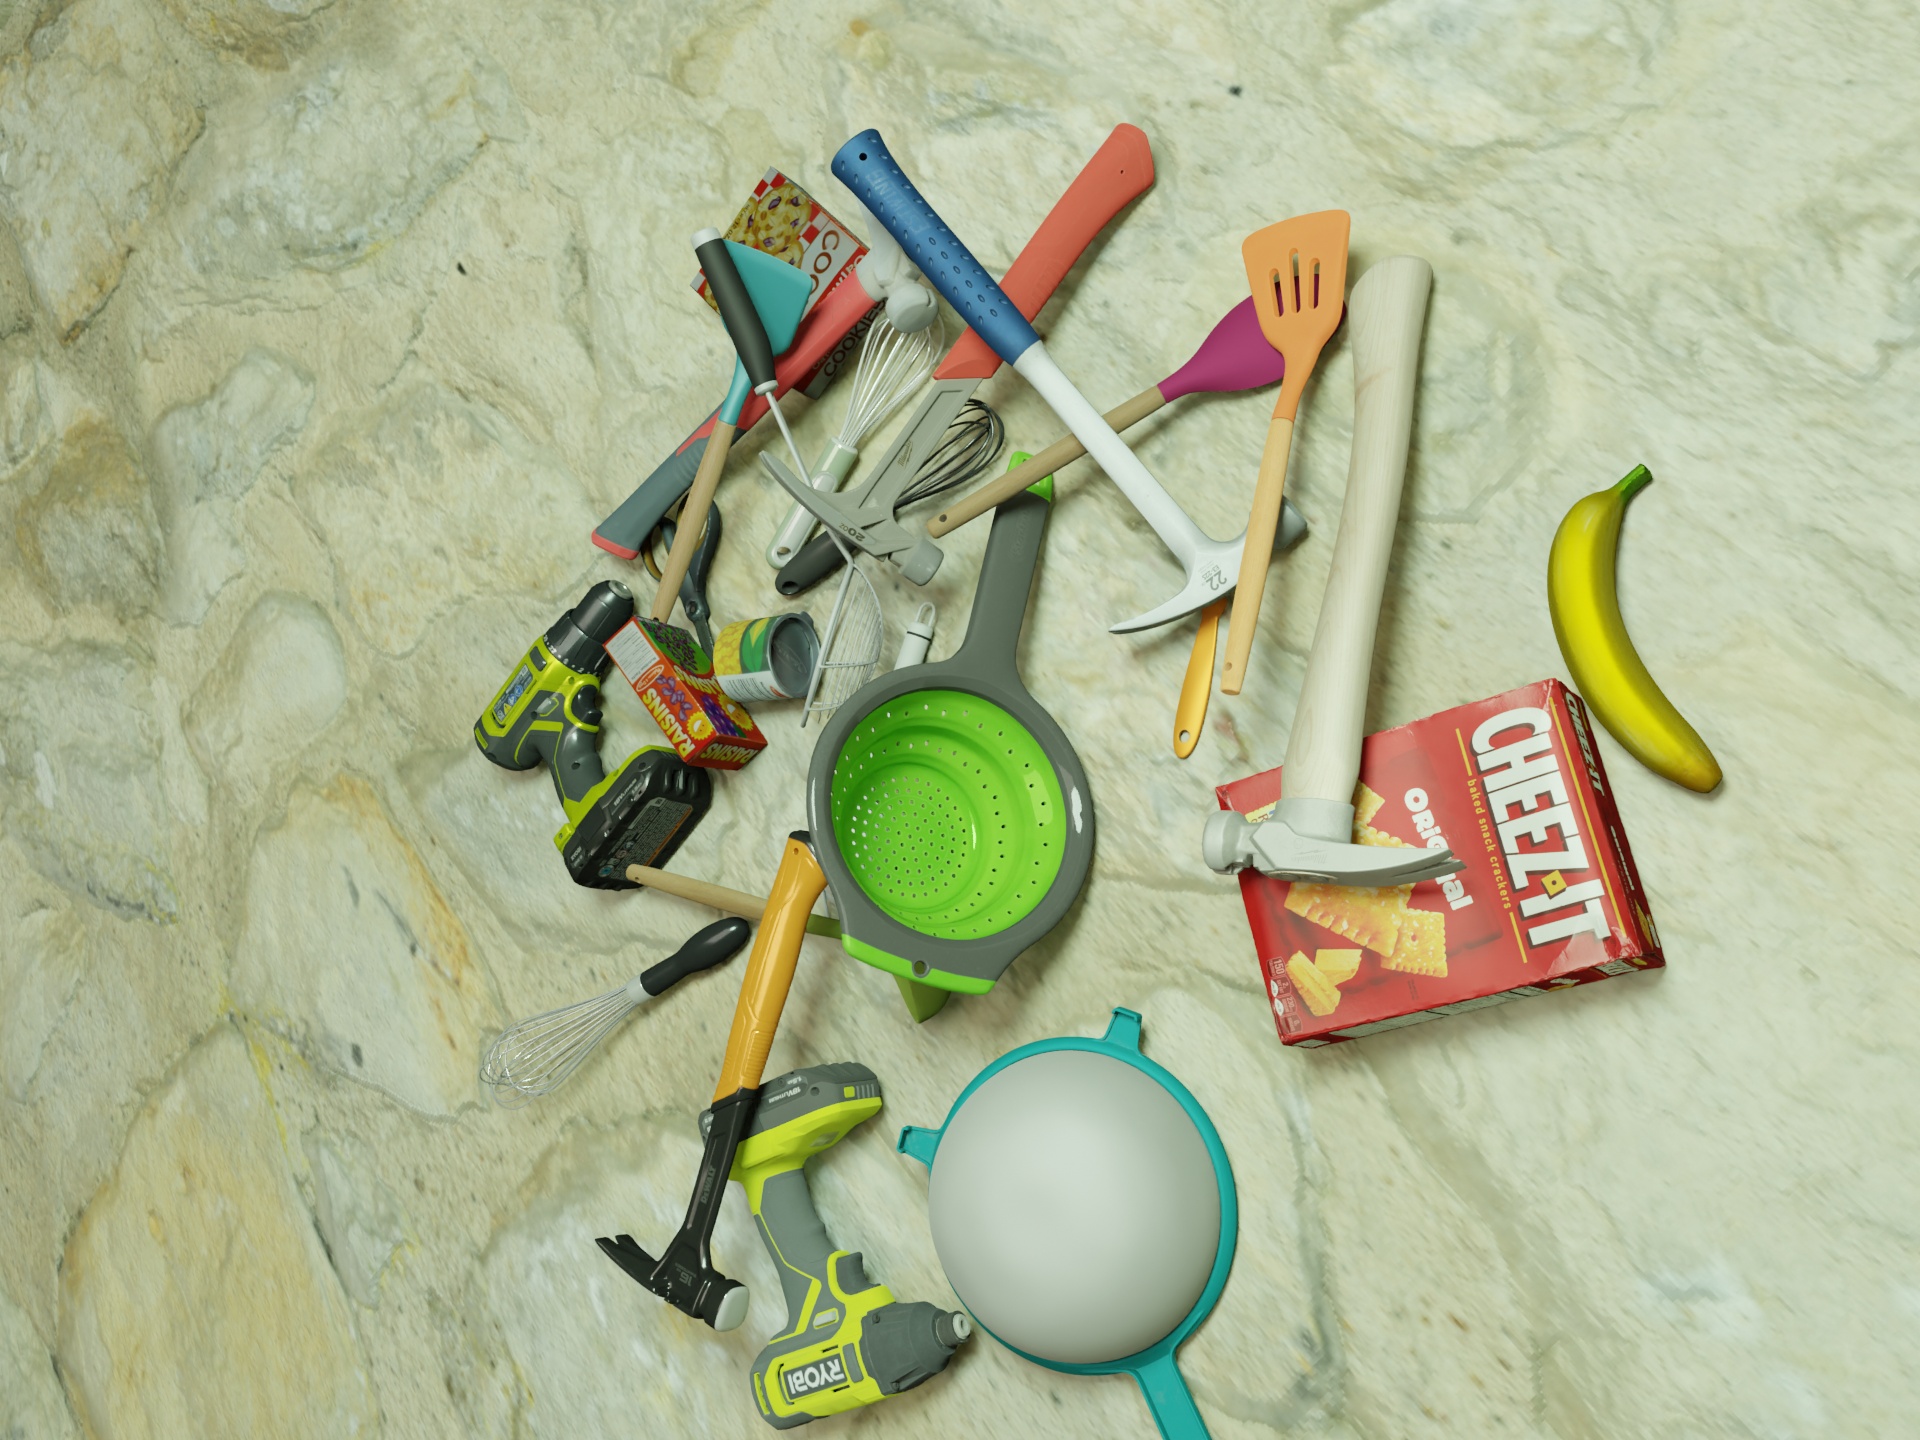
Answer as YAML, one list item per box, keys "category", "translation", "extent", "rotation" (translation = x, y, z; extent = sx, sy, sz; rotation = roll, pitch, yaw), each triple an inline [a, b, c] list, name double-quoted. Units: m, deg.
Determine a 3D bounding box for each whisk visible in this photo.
- category: "whisk"
  translation: [-0.087, -0.223, 1.250]
  extent: [0.246, 0.057, 0.059]
  rotation: [-57, 21, 16]
- category: "whisk"
  translation: [-0.280, 0.230, 1.281]
  extent: [0.284, 0.070, 0.070]
  rotation: [-33, 64, 18]
- category: "whisk"
  translation: [-0.061, -0.166, 1.220]
  extent: [0.239, 0.055, 0.055]
  rotation: [-36, 63, 27]

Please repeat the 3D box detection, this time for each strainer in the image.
- category: "strainer"
  translation: [0.086, 0.359, 0.970]
  extent: [0.211, 0.095, 0.341]
  rotation: [-33, 68, 16]
- category: "strainer"
  translation: [-0.067, 0.032, 1.188]
  extent: [0.087, 0.050, 0.258]
  rotation: [17, 87, 36]

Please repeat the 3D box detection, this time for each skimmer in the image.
- category: "skimmer"
  translation: [-0.146, -0.177, 1.172]
  extent: [0.090, 0.127, 0.363]
  rotation: [-23, 95, -1]

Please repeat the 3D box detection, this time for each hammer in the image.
- category: "hammer"
  translation: [0.015, -0.280, 1.134]
  extent: [0.359, 0.149, 0.037]
  rotation: [-55, 14, -3]
- category: "hammer"
  translation: [0.249, -0.101, 0.952]
  extent: [0.146, 0.038, 0.411]
  rotation: [0, 68, 35]
- category: "hammer"
  translation: [-0.178, -0.265, 1.279]
  extent: [0.386, 0.038, 0.143]
  rotation: [-37, 63, 30]
- category: "hammer"
  translation: [-0.156, 0.238, 1.107]
  extent: [0.127, 0.034, 0.337]
  rotation: [16, 89, 35]
- category: "hammer"
  translation: [0.047, -0.236, 1.073]
  extent: [0.144, 0.035, 0.405]
  rotation: [-40, 81, 9]

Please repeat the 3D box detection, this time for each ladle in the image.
- category: "ladle"
  translation: [-0.139, 0.153, 1.185]
  extent: [0.320, 0.062, 0.078]
  rotation: [11, 127, 32]

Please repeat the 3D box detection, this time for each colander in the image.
- category: "colander"
  translation: [-0.002, -0.004, 1.117]
  extent: [0.094, 0.204, 0.397]
  rotation: [144, 143, -62]

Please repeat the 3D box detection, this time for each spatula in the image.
- category: "spatula"
  translation: [-0.195, -0.208, 1.234]
  extent: [0.082, 0.044, 0.317]
  rotation: [24, 107, 7]
- category: "spatula"
  translation: [0.194, -0.170, 1.004]
  extent: [0.081, 0.041, 0.323]
  rotation: [-2, 67, 43]

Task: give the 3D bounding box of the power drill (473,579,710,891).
- category: "power drill"
  translation: [-0.303, 0.010, 1.329]
  extent: [0.190, 0.080, 0.229]
  rotation: [-50, 55, 16]

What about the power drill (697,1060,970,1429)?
- category: "power drill"
  translation: [-0.090, 0.362, 1.115]
  extent: [0.171, 0.080, 0.223]
  rotation: [-29, 69, 26]

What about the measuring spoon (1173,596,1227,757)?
- category: "measuring spoon"
  translation: [0.158, -0.032, 1.065]
  extent: [0.021, 0.011, 0.117]
  rotation: [10, 86, 35]

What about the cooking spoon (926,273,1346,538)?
- category: "cooking spoon"
  translation: [0.115, -0.209, 1.087]
  extent: [0.319, 0.017, 0.069]
  rotation: [-30, 65, 10]

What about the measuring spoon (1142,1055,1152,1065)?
- category: "measuring spoon"
  translation: [0.091, 0.273, 1.042]
  extent: [0.034, 0.018, 0.124]
  rotation: [34, 101, 34]
